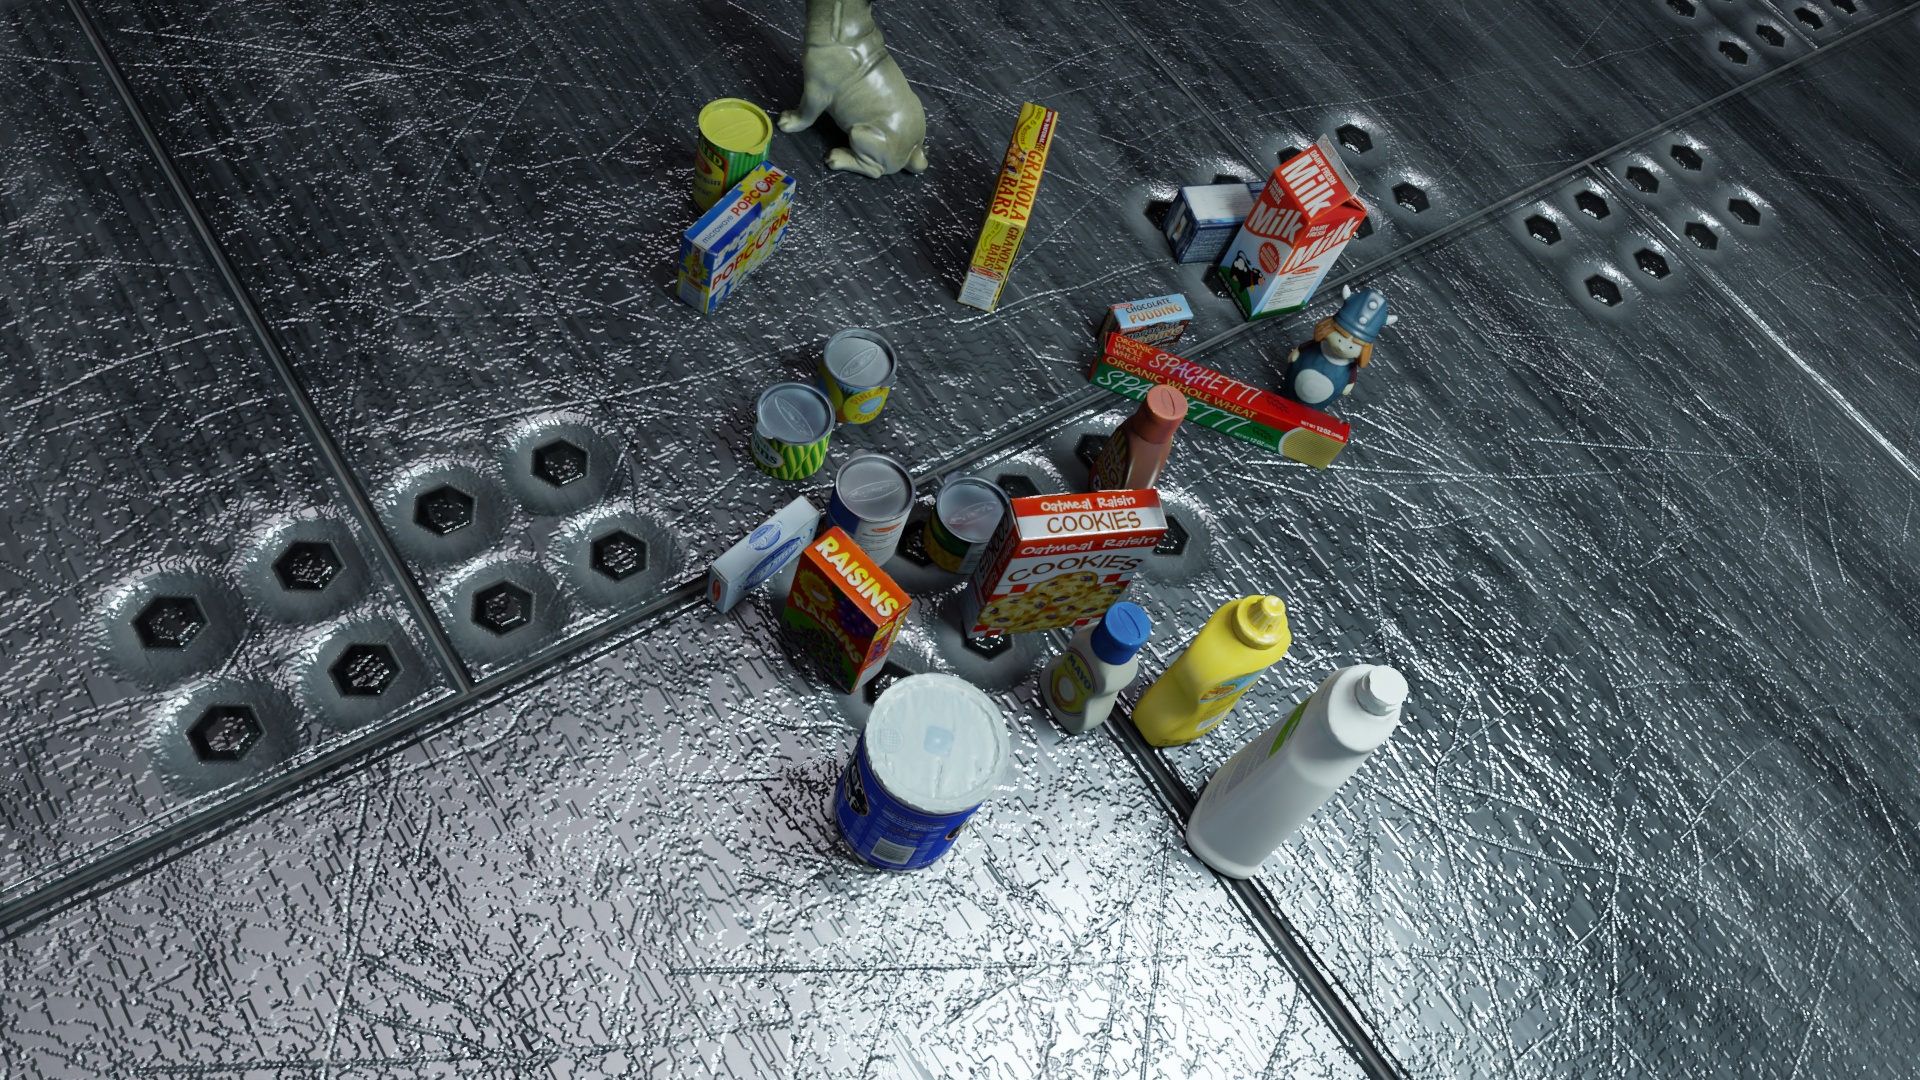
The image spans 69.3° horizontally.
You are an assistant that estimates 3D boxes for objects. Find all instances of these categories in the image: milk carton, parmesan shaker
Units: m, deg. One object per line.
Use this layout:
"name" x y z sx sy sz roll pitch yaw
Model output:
"milk carton" 0.333 -0.307 1.372 0.074 0.189 0.072 -15 65 -23
"parmesan shaker" -0.213 -0.348 1.295 0.071 0.102 0.071 7 58 -12

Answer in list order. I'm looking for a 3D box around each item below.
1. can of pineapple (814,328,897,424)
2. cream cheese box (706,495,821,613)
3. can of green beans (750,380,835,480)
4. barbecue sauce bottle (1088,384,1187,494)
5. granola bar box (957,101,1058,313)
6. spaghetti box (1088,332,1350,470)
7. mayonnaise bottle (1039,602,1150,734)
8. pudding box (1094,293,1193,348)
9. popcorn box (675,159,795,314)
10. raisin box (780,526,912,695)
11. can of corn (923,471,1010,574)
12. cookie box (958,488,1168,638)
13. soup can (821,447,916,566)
"can of pineapple" -0.093 -0.144 1.232 0.071 0.057 0.071 7 58 -12
"cream cheese box" -0.160 0.011 1.122 0.024 0.053 0.104 43 58 11
"can of green beans" -0.144 -0.093 1.187 0.071 0.057 0.071 7 58 -12
"barbecue sauce bottle" 0.155 -0.078 1.208 0.044 0.147 0.065 -2 61 -17
"granola bar box" 0.046 -0.321 1.339 0.039 0.123 0.166 18 57 -5
"spaghetti box" 0.245 -0.132 1.325 0.250 0.050 0.029 20 57 -3
"mayonnaise bottle" 0.107 0.097 1.088 0.041 0.147 0.065 -22 68 -26
"pudding box" 0.179 -0.210 1.354 0.084 0.049 0.030 -12 64 -22
"popcorn box" -0.205 -0.276 1.264 0.038 0.084 0.127 33 57 5
"raisin box" -0.090 0.056 1.073 0.086 0.122 0.040 45 59 13
"can of corn" 0.004 -0.015 1.181 0.071 0.058 0.071 7 58 -12
"cookie box" 0.079 0.019 1.116 0.123 0.166 0.040 -5 62 -19
"soup can" -0.078 -0.025 1.149 0.071 0.083 0.071 7 58 -12
